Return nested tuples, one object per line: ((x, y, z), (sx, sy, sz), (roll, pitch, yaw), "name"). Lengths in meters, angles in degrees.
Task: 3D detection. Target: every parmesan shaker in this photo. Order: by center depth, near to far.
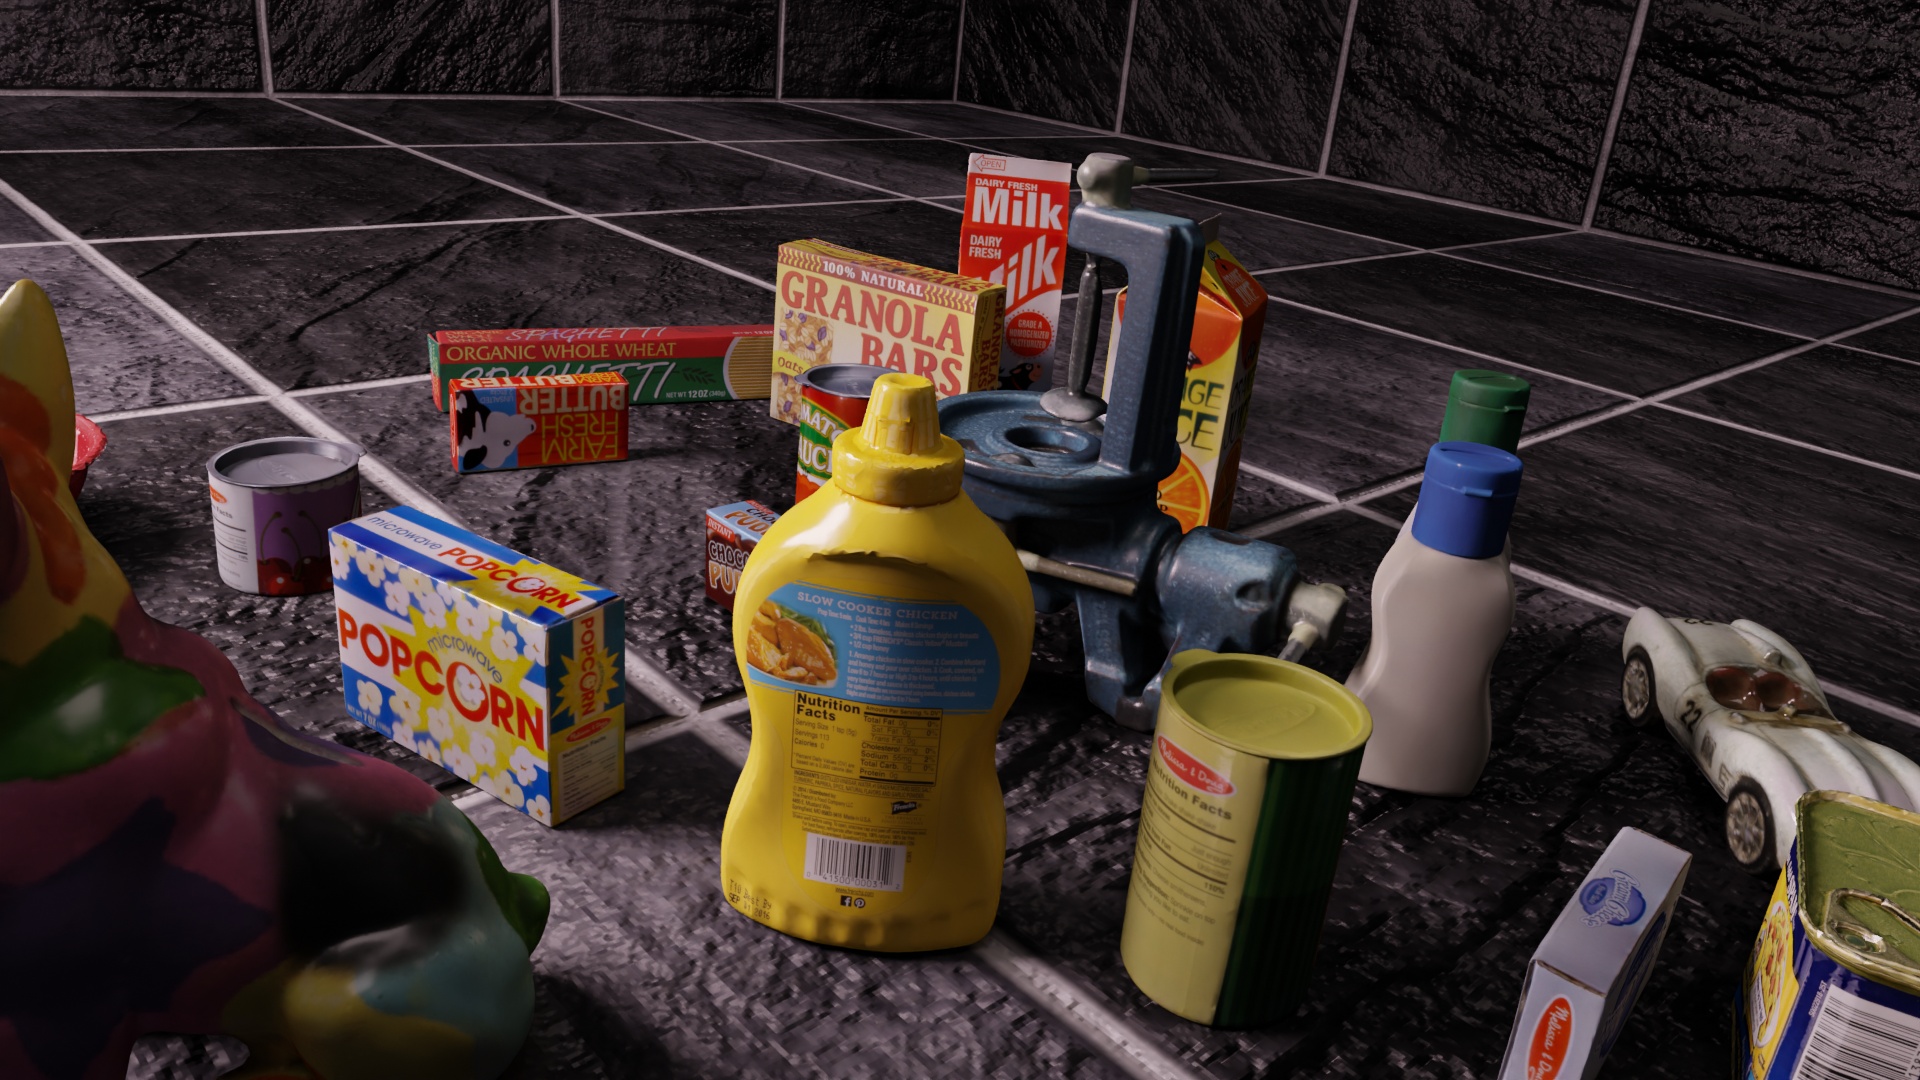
((0.090, 0.097, 0.459), (0.071, 0.102, 0.071), (5, 22, -2), "parmesan shaker")

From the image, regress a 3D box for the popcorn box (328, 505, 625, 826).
((-0.187, 0.045, 0.537), (0.127, 0.085, 0.038), (19, 26, 28), "popcorn box")

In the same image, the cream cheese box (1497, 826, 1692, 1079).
((0.206, 0.139, 0.451), (0.024, 0.053, 0.104), (22, 27, 34), "cream cheese box")

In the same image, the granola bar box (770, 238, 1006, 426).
((-0.051, -0.122, 0.920), (0.166, 0.123, 0.039), (20, 26, 31), "granola bar box")

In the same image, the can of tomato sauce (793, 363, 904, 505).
((-0.063, -0.054, 0.807), (0.071, 0.082, 0.071), (5, 22, -2), "can of tomato sauce")

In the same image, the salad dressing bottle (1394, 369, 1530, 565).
((0.251, -0.011, 0.697), (0.064, 0.147, 0.044), (-4, 24, -22), "salad dressing bottle")

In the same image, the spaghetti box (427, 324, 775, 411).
((-0.236, -0.121, 0.968), (0.251, 0.050, 0.029), (-5, 25, -25), "spaghetti box")

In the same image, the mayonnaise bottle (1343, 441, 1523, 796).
((0.198, 0.034, 0.578), (0.065, 0.147, 0.041), (10, 22, 9), "mayonnaise bottle")

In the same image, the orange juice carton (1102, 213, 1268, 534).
((0.125, -0.086, 0.788), (0.073, 0.191, 0.072), (14, 24, 19), "orange juice carton")

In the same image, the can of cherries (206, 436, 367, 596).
((-0.324, -0.013, 0.676), (0.071, 0.058, 0.072), (5, 22, -2), "can of cherries")

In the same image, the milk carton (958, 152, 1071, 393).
((0.033, -0.169, 0.965), (0.072, 0.189, 0.074), (5, 22, -1), "milk carton")

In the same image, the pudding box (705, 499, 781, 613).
((-0.090, 0.017, 0.674), (0.030, 0.049, 0.084), (-14, 30, -40), "pudding box")

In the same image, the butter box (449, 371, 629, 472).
((-0.254, -0.072, 0.842), (0.104, 0.053, 0.024), (-7, 26, -28), "butter box")
